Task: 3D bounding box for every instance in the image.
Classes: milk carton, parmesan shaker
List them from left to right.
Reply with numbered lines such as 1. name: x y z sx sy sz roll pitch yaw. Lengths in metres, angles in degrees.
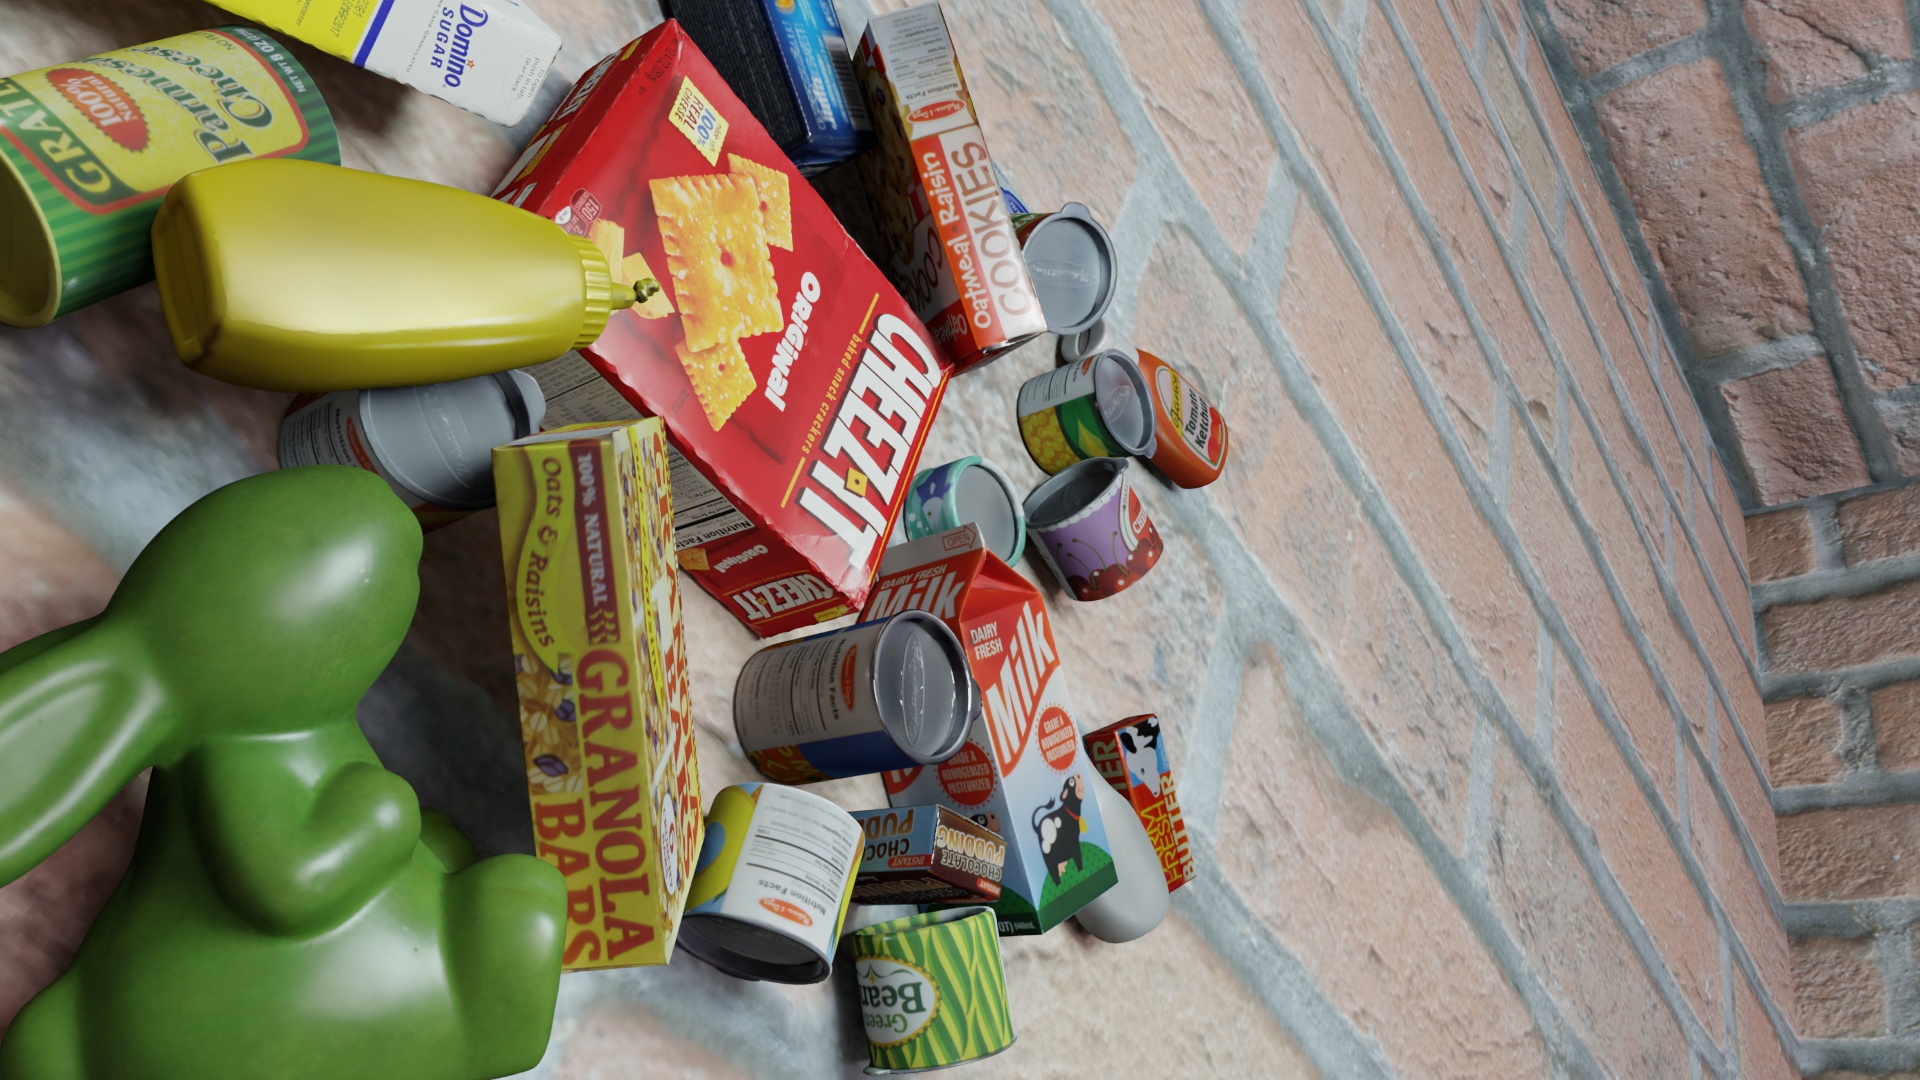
1. parmesan shaker: -0.255 -0.116 0.424 0.071 0.071 0.103 61 38 -16
2. milk carton: 0.007 0.090 0.677 0.074 0.072 0.190 -14 88 -53

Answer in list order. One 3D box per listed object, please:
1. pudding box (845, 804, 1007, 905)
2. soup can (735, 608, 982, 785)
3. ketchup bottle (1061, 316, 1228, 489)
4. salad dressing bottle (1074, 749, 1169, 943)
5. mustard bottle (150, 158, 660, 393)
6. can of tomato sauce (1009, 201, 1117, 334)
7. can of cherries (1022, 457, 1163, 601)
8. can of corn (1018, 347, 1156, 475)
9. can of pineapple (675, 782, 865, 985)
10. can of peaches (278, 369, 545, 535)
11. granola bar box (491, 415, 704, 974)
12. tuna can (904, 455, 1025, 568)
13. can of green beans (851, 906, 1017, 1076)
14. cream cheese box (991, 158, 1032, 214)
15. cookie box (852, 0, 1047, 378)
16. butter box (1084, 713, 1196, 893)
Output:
1. pudding box: -0.027 0.138 0.606 0.049 0.083 0.030 35 54 -41
2. soup can: -0.045 0.071 0.608 0.071 0.083 0.071 23 60 -47
3. ketchup bottle: 0.123 -0.094 0.924 0.148 0.043 0.065 36 51 -39
4. salad dressing bottle: 0.064 0.146 0.755 0.064 0.044 0.147 -41 108 -49
5. mustard bottle: -0.163 -0.080 0.443 0.161 0.048 0.065 -6 77 -49
6. can of tomato sauce: 0.037 -0.153 0.782 0.071 0.083 0.071 -7 104 -32
7. can of cherries: 0.079 -0.007 0.809 0.058 0.071 0.072 57 39 -22
8. can of corn: 0.078 -0.075 0.844 0.071 0.058 0.071 24 59 -46
9. can of pineapple: -0.077 0.138 0.558 0.071 0.071 0.058 44 45 -34
10. can of peaches: -0.189 -0.036 0.483 0.071 0.058 0.071 24 58 -46
11. granola bar box: -0.119 0.043 0.474 0.124 0.039 0.165 -124 -150 -81
12. tuna can: 0.003 -0.009 0.743 0.071 0.032 0.071 24 58 -46
13. can of green beans: -0.012 0.198 0.617 0.071 0.071 0.058 2 75 -52
14. cream cheese box: 0.028 -0.183 0.850 0.103 0.024 0.054 47 45 -31
15. cookie box: -0.015 -0.170 0.715 0.040 0.123 0.167 -19 93 -12
16. butter box: 0.107 0.158 0.822 0.053 0.024 0.103 -8 83 -54
